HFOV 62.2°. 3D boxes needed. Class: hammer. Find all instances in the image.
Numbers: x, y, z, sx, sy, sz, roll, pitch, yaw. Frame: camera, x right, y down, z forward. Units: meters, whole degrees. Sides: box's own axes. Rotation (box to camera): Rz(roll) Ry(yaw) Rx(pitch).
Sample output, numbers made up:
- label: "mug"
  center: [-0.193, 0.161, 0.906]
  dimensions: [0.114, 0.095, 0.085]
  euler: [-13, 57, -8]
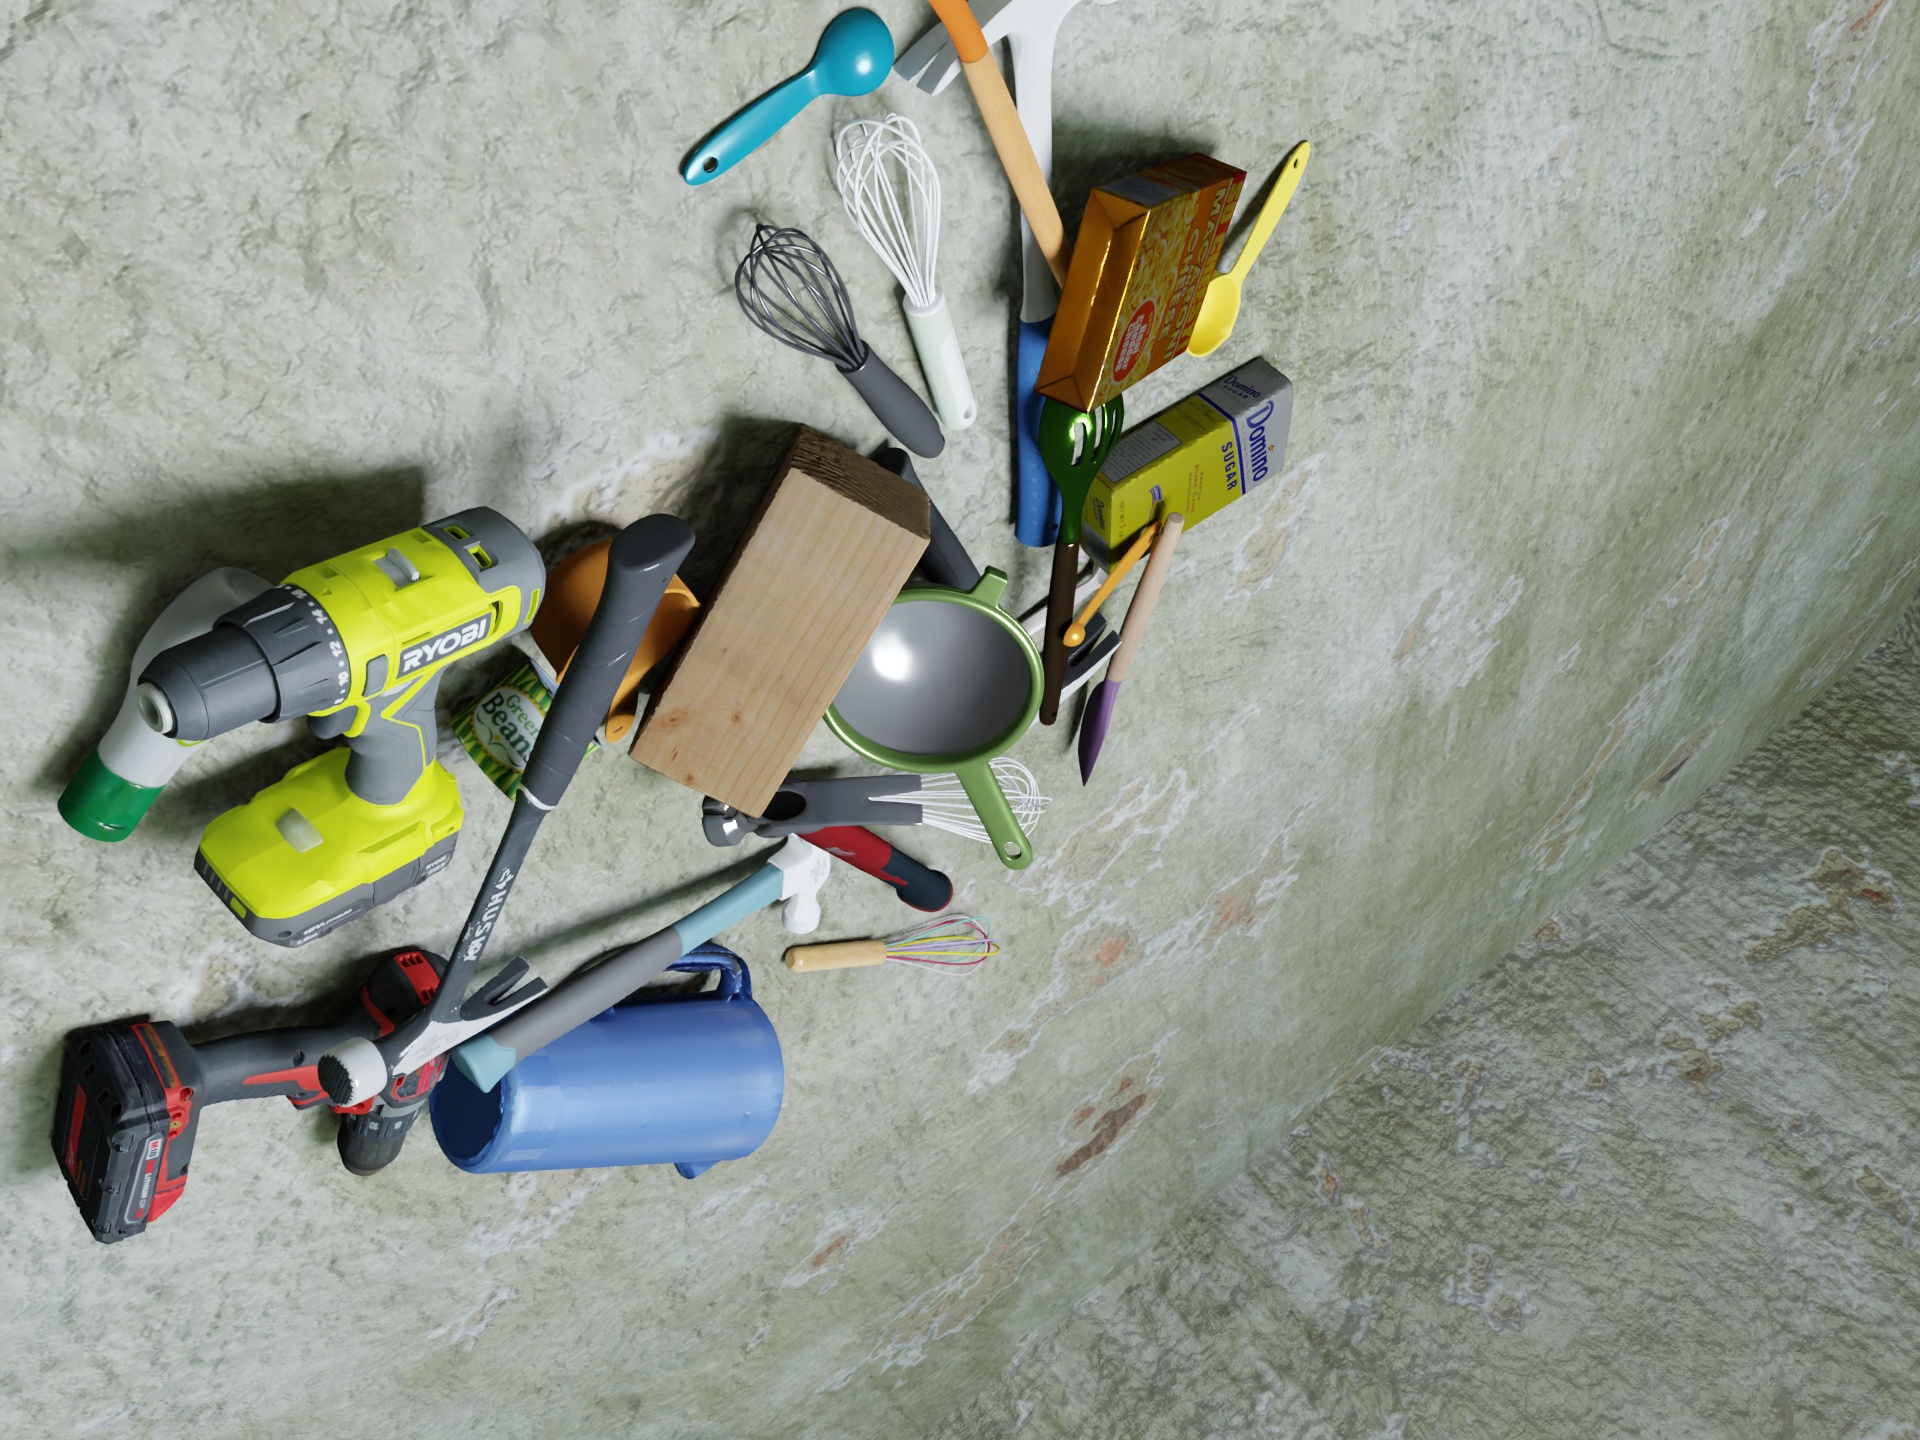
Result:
- label: "hammer"
  center: [0.042, -0.254, 0.962]
  dimensions: [0.144, 0.035, 0.405]
  euler: [-32, 147, -19]
- label: "hammer"
  center: [-0.236, 0.055, 0.882]
  dimensions: [0.149, 0.036, 0.408]
  euler: [-23, 151, -55]
- label: "hammer"
  center: [0.012, -0.088, 1.121]
  dimensions: [0.146, 0.035, 0.334]
  euler: [-35, 147, 2]
- label: "hammer"
  center: [-0.212, 0.163, 1.117]
  dimensions: [0.331, 0.033, 0.128]
  euler: [-30, 141, -44]
- label: "hammer"
  center: [-0.050, 0.098, 1.171]
  dimensions: [0.143, 0.038, 0.386]
  euler: [-5, 165, 13]

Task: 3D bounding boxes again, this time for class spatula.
- label: "spatula"
  center: [0.127, -0.053, 1.252]
  dimensions: [0.018, 0.060, 0.315]
  euler: [1, 145, -10]
- label: "spatula"
  center: [0.019, -0.311, 0.792]
  dimensions: [0.081, 0.041, 0.322]
  euler: [-43, 150, -2]

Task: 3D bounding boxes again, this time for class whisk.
- label: "whisk"
  center: [-0.021, -0.243, 0.898]
  dimensions: [0.058, 0.059, 0.246]
  euler: [-64, 159, -20]
- label: "whisk"
  center: [-0.052, 0.058, 1.190]
  dimensions: [0.284, 0.070, 0.070]
  euler: [4, 127, -34]
- label: "whisk"
  center: [-0.053, 0.202, 1.401]
  dimensions: [0.244, 0.047, 0.051]
  euler: [3, 128, -46]
- label: "whisk"
  center: [-0.059, -0.204, 0.901]
  dimensions: [0.055, 0.055, 0.238]
  euler: [-45, 152, 4]

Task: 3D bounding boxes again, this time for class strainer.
- label: "strainer"
  center: [-0.002, -0.003, 1.086]
  dimensions: [0.151, 0.069, 0.256]
  euler: [-17, 128, 13]

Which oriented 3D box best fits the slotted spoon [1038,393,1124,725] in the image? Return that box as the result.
- label: "slotted spoon"
  center: [0.074, -0.107, 1.101]
  dimensions: [0.070, 0.031, 0.313]
  euler: [-27, 143, -26]

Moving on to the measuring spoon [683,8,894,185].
- label: "measuring spoon"
  center: [-0.081, -0.299, 0.781]
  dimensions: [0.128, 0.021, 0.042]
  euler: [-40, 149, -7]

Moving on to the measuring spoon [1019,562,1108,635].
- label: "measuring spoon"
  center: [0.077, -0.095, 1.219]
  dimensions: [0.124, 0.018, 0.034]
  euler: [-34, 148, -2]

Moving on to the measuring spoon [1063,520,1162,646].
- label: "measuring spoon"
  center: [0.112, -0.097, 1.139]
  dimensions: [0.117, 0.011, 0.021]
  euler: [-51, 158, -12]

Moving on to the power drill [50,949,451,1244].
- label: "power drill"
  center: [-0.431, 0.242, 0.995]
  dimensions: [0.226, 0.080, 0.187]
  euler: [-10, 137, -46]

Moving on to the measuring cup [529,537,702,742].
- label: "measuring cup"
  center: [-0.208, -0.043, 0.930]
  dimensions: [0.095, 0.052, 0.173]
  euler: [-31, 165, -27]

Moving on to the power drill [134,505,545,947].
- label: "power drill"
  center: [-0.310, 0.010, 0.783]
  dimensions: [0.190, 0.080, 0.228]
  euler: [-34, 161, -44]

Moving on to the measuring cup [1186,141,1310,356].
- label: "measuring cup"
  center: [0.184, -0.319, 1.064]
  dimensions: [0.062, 0.029, 0.156]
  euler: [21, 100, -56]
